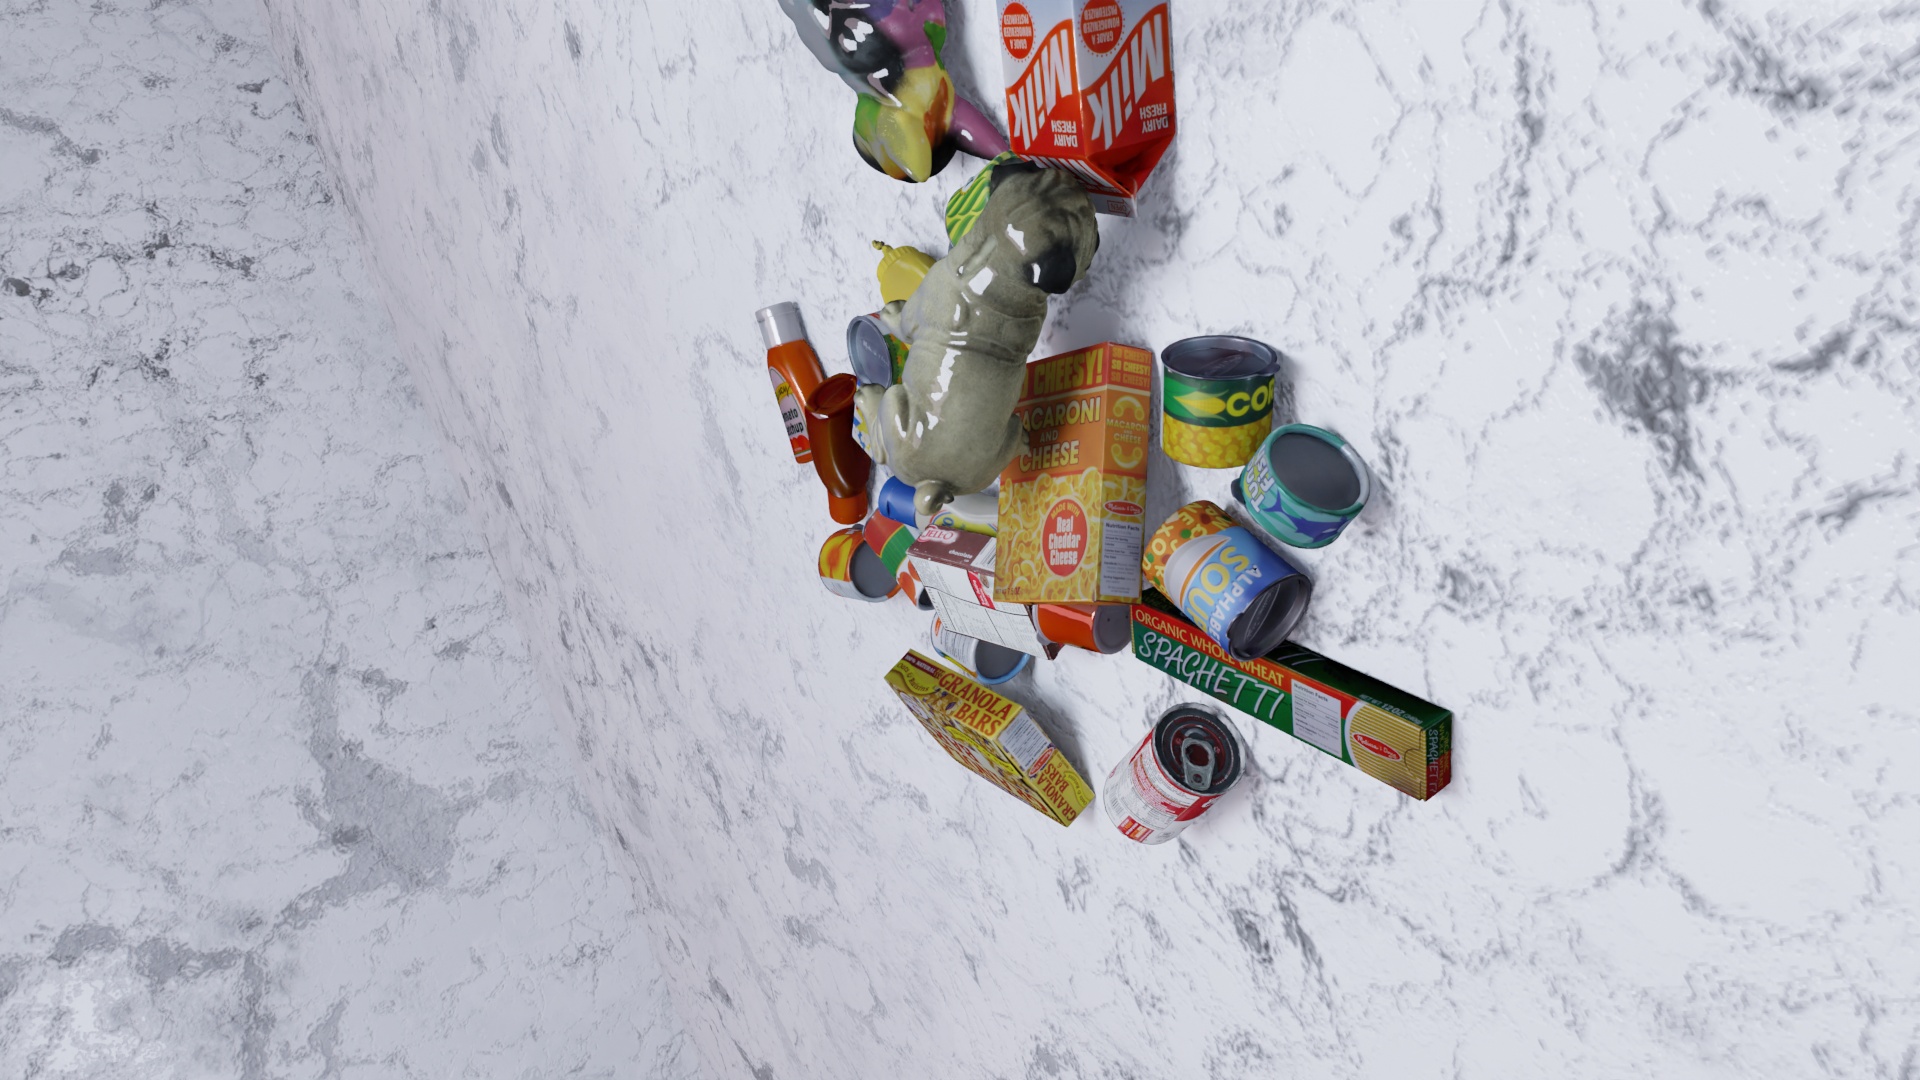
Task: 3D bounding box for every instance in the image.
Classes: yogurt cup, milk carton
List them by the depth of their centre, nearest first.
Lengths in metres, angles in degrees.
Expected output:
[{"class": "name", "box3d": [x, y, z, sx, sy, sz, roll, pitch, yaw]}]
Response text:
[{"class": "milk carton", "box3d": [0.073, -0.285, 0.807, 0.072, 0.074, 0.189, 25, 129, 51]}, {"class": "yogurt cup", "box3d": [0.093, 0.048, 0.997, 0.054, 0.073, 0.072, 20, 125, 43]}]

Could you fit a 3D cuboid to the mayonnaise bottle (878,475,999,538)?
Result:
[{"class": "mayonnaise bottle", "box3d": [0.004, -0.014, 1.083, 0.148, 0.041, 0.064, 20, 133, 30]}]

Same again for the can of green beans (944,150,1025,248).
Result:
[{"class": "can of green beans", "box3d": [0.031, -0.219, 0.926, 0.057, 0.071, 0.071, -23, 88, 60]}]

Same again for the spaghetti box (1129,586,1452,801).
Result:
[{"class": "spaghetti box", "box3d": [0.199, 0.089, 0.880, 0.250, 0.029, 0.050, 26, 129, 51]}]

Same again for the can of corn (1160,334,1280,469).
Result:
[{"class": "can of corn", "box3d": [0.152, -0.081, 0.813, 0.071, 0.071, 0.058, 33, 136, 46]}]

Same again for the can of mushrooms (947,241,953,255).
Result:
[{"class": "can of mushrooms", "box3d": [0.022, -0.198, 0.989, 0.071, 0.033, 0.070, 38, 139, 43]}]

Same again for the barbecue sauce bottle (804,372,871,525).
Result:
[{"class": "barbecue sauce bottle", "box3d": [-0.106, -0.077, 1.255, 0.044, 0.065, 0.147, 24, 142, 23]}]

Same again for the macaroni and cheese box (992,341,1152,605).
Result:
[{"class": "macaroni and cheese box", "box3d": [0.074, -0.040, 0.933, 0.123, 0.040, 0.166, -5, 80, 59]}]

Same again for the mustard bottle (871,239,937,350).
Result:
[{"class": "mustard bottle", "box3d": [-0.023, -0.179, 1.054, 0.065, 0.049, 0.161, -49, 59, 27]}]

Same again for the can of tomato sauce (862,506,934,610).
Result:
[{"class": "can of tomato sauce", "box3d": [-0.034, 0.010, 1.180, 0.083, 0.071, 0.070, 52, 147, 26]}]

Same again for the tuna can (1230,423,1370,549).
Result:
[{"class": "tuna can", "box3d": [0.190, -0.031, 0.776, 0.071, 0.071, 0.032, 56, 147, 22]}]

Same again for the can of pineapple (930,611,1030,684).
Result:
[{"class": "can of pineapple", "box3d": [0.020, 0.078, 1.138, 0.058, 0.071, 0.070, 28, 131, 49]}]

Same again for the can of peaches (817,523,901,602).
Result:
[{"class": "can of peaches", "box3d": [-0.089, 0.020, 1.282, 0.058, 0.071, 0.071, 7, 114, 58]}]

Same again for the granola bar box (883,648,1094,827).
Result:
[{"class": "granola bar box", "box3d": [0.021, 0.164, 1.163, 0.165, 0.039, 0.124, 20, 153, 53]}]

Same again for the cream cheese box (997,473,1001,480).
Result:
[{"class": "cream cheese box", "box3d": [0.026, -0.085, 1.062, 0.104, 0.024, 0.053, 49, 144, 32]}]

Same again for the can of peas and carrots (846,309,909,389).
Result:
[{"class": "can of peas and carrots", "box3d": [-0.049, -0.152, 1.111, 0.071, 0.059, 0.070, 38, 139, 43]}]

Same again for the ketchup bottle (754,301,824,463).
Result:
[{"class": "ketchup bottle", "box3d": [-0.152, -0.148, 1.302, 0.064, 0.044, 0.148, -8, 101, 61]}]

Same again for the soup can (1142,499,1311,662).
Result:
[{"class": "soup can", "box3d": [0.161, 0.024, 0.857, 0.084, 0.071, 0.071, 45, 143, 37]}]

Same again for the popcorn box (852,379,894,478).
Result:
[{"class": "popcorn box", "box3d": [-0.040, -0.087, 1.157, 0.127, 0.038, 0.084, 48, 146, 33]}]
